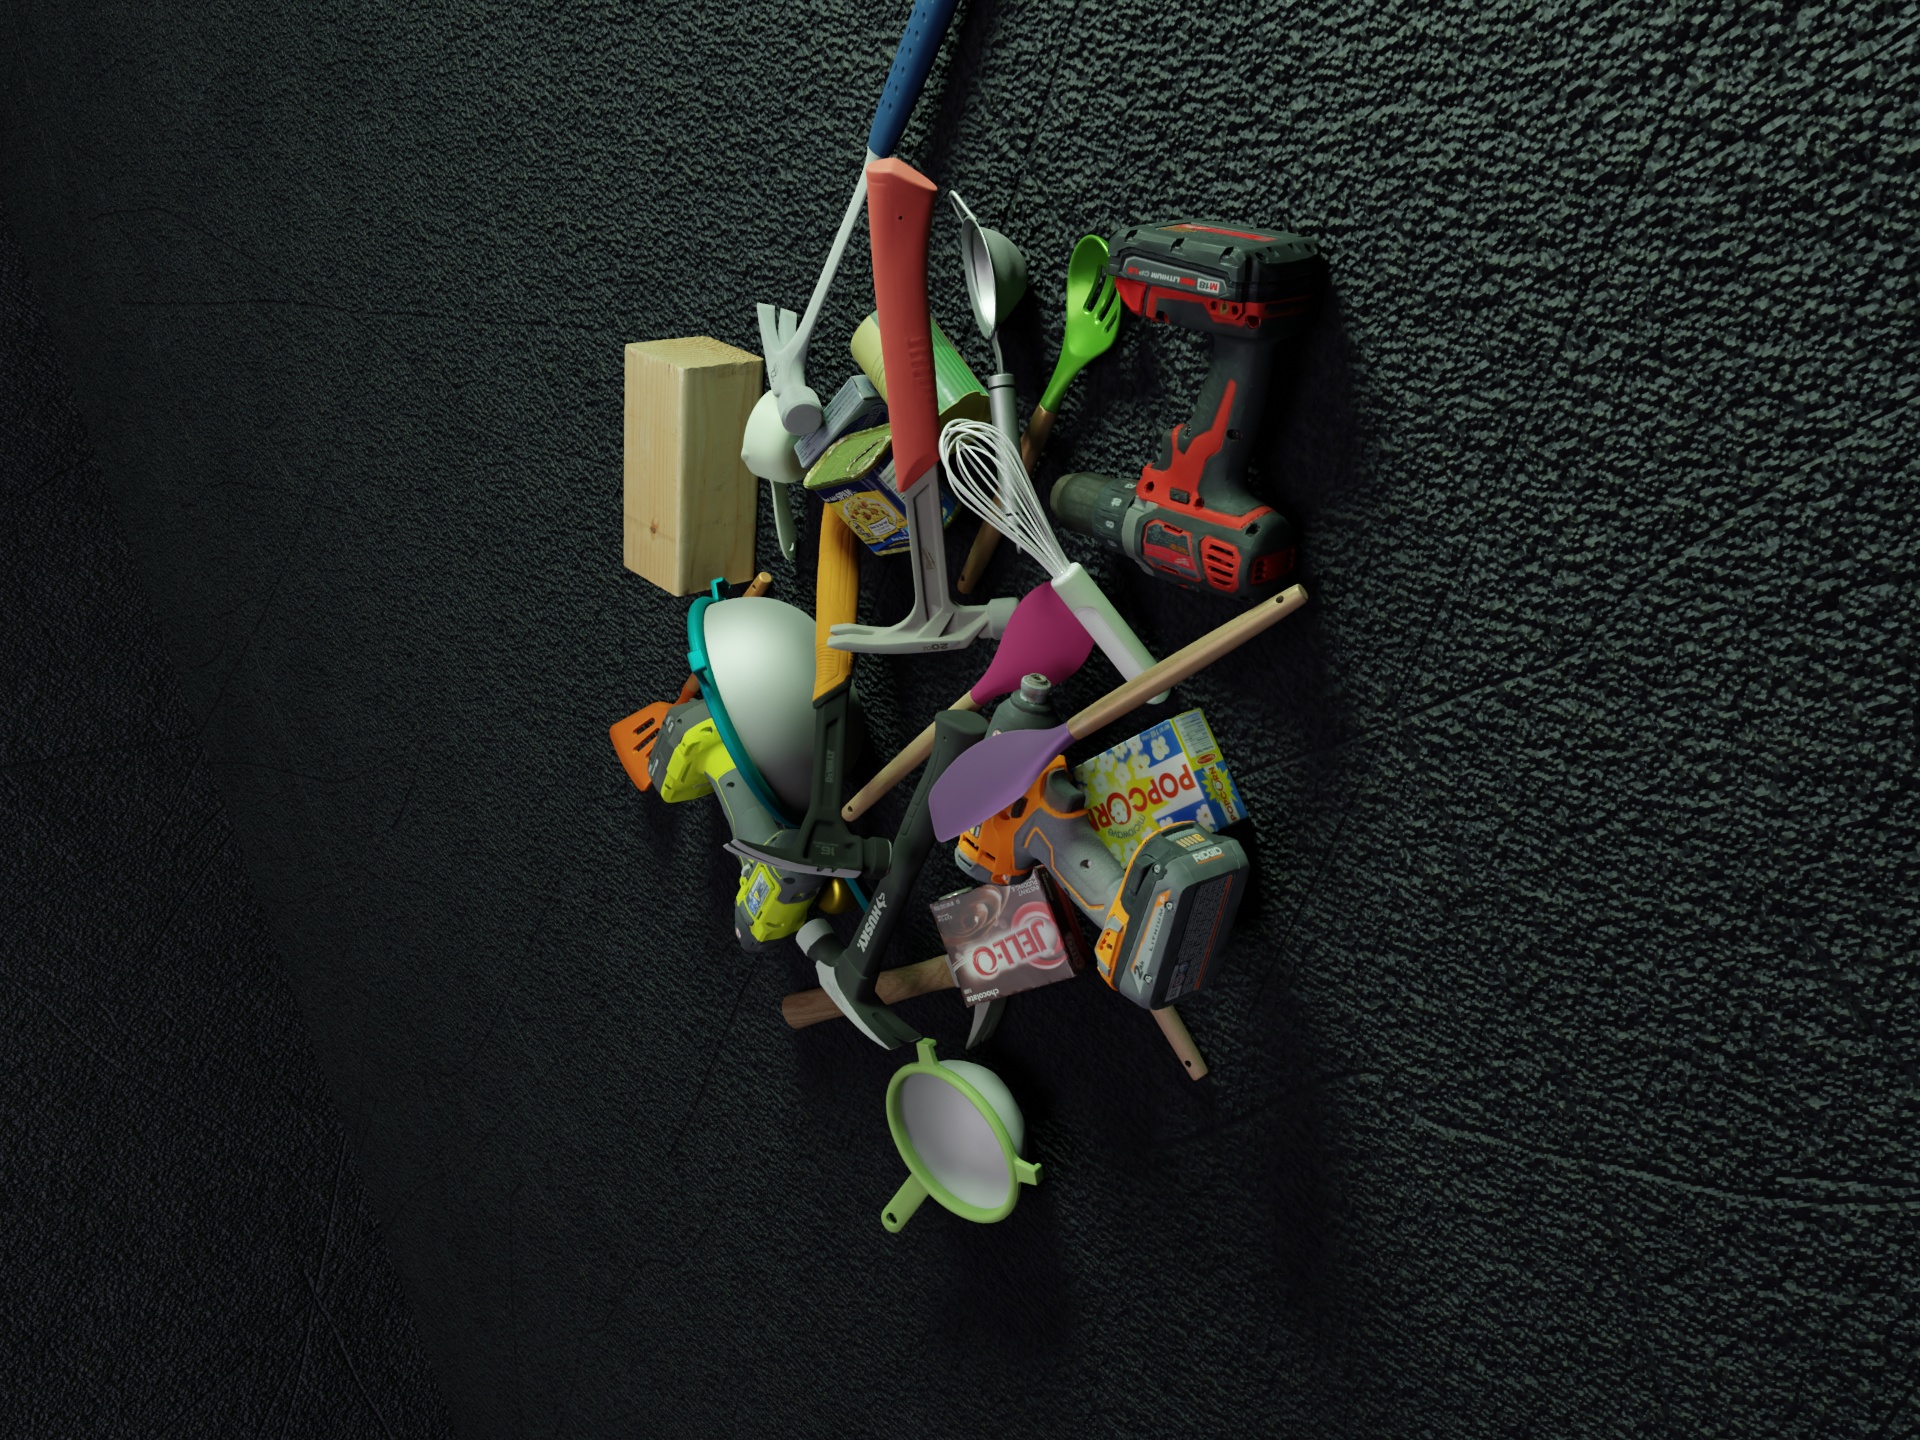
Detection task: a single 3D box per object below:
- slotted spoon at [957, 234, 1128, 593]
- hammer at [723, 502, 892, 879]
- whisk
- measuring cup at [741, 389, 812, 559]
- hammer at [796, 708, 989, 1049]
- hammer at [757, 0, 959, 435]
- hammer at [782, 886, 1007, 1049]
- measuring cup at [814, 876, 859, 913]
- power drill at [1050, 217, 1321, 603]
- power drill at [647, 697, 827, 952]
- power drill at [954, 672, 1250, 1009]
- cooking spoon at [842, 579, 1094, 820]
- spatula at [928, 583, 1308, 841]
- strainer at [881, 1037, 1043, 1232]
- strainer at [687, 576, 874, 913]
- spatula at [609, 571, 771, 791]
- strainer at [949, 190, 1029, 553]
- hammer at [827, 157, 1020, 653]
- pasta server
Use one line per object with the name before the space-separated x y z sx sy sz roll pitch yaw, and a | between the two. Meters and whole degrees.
slotted spoon | 0.054 -0.207 1.146 0.070 0.031 0.313 61 142 32
hammer | -0.107 -0.046 1.255 0.034 0.127 0.337 149 128 -62
whisk | 0.067 -0.106 1.095 0.058 0.059 0.246 -25 110 46
measuring cup | -0.141 -0.201 1.350 0.038 0.083 0.167 20 137 24
hammer | -0.043 0.122 1.275 0.146 0.035 0.334 49 134 30
hammer | -0.067 -0.415 1.177 0.405 0.035 0.144 -61 35 36
hammer | -0.068 0.246 1.447 0.331 0.031 0.130 -26 84 50
measuring cup | -0.153 0.146 1.505 0.157 0.029 0.062 8 110 45
power drill | 0.137 -0.200 1.021 0.188 0.080 0.226 26 125 41
power drill | -0.211 0.101 1.499 0.223 0.080 0.171 59 142 23
power drill | 0.090 0.078 1.110 0.227 0.084 0.164 36 126 40
cooking spoon | -0.002 -0.004 1.226 0.319 0.017 0.069 -42 73 39
spatula | 0.095 -0.007 1.058 0.316 0.018 0.060 -32 54 30
strainer | -0.007 0.380 1.401 0.151 0.069 0.256 47 138 17
strainer | -0.112 0.029 1.365 0.340 0.095 0.211 62 -171 -22
spatula | -0.259 -0.044 1.549 0.081 0.041 0.322 59 137 16
strainer | 0.030 -0.246 1.122 0.087 0.050 0.258 178 86 -82
hammer | -0.042 -0.210 1.128 0.149 0.037 0.358 -3 122 4
pasta server | 0.098 0.133 1.214 0.060 0.040 0.316 -40 74 39
